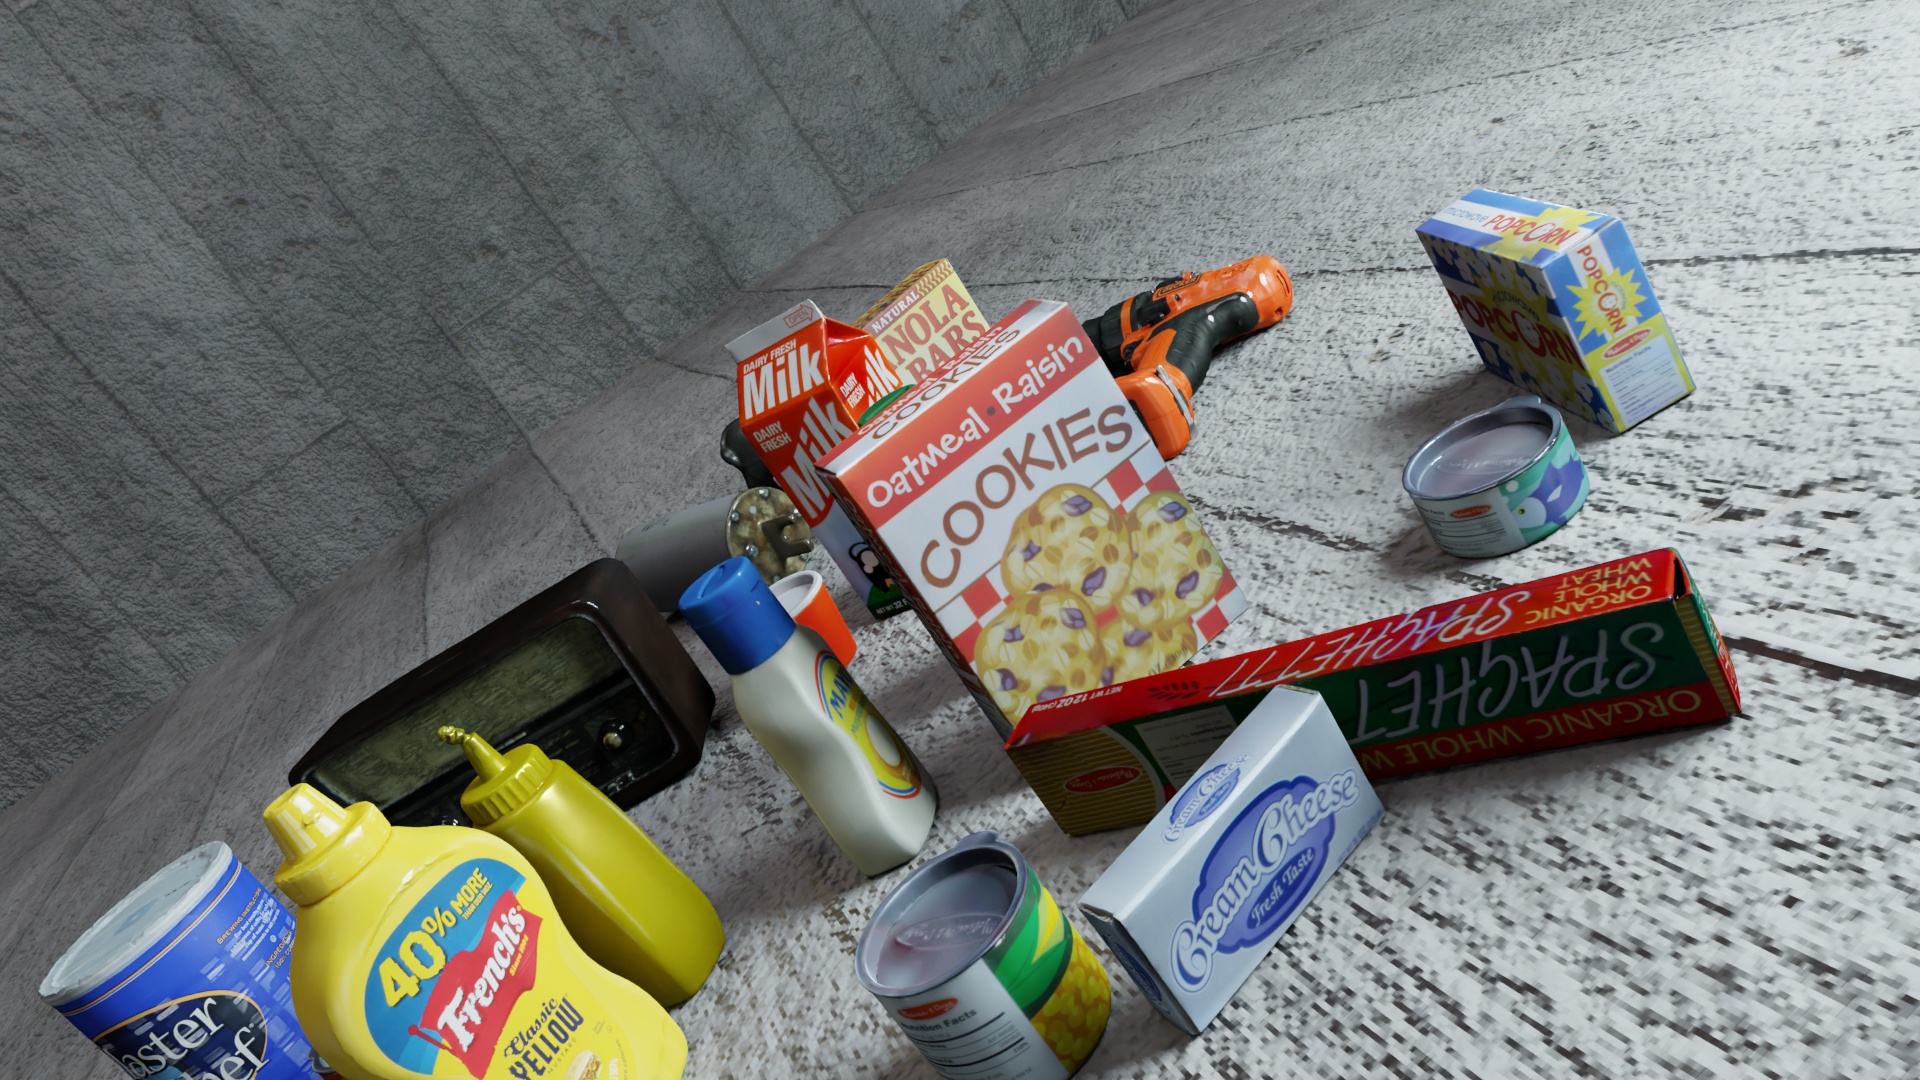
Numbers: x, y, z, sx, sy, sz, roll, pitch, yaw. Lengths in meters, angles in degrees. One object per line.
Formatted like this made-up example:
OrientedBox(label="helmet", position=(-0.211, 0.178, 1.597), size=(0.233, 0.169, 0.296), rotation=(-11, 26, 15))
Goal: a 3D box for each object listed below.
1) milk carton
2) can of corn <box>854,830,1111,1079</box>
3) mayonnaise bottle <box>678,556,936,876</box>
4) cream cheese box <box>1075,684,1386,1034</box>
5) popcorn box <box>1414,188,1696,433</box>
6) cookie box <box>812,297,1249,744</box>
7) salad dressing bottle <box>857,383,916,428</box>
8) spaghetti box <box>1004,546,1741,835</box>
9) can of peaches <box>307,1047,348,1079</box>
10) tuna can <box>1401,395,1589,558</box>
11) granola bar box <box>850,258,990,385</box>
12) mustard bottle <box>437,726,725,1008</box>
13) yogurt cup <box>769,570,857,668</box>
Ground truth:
OrientedBox(label="milk carton", position=(-0.064, -0.053, 0.842), size=(0.072, 0.190, 0.074), rotation=(-23, 22, 30))
OrientedBox(label="can of corn", position=(0.009, 0.143, 0.464), size=(0.071, 0.058, 0.071), rotation=(-30, 20, 12))
OrientedBox(label="mayonnaise bottle", position=(-0.066, 0.075, 0.608), size=(0.041, 0.147, 0.065), rotation=(-28, 20, 18))
OrientedBox(label="cream cheese box", position=(0.089, 0.100, 0.445), size=(0.104, 0.053, 0.024), rotation=(-42, 21, -21))
OrientedBox(label="popcorn box", position=(0.259, -0.106, 0.616), size=(0.038, 0.085, 0.127), rotation=(-32, 19, 6))
OrientedBox(label="cookie box", position=(0.033, -0.001, 0.601), size=(0.123, 0.167, 0.040), rotation=(-39, 20, -13))
OrientedBox(label="salad dressing bottle", position=(0.002, -0.009, 0.698), size=(0.064, 0.147, 0.044), rotation=(-42, 21, -22))
OrientedBox(label="spaghetti box", position=(0.129, 0.059, 0.484), size=(0.249, 0.050, 0.029), rotation=(-19, 24, 35))
OrientedBox(label="can of peaches", position=(-0.259, 0.242, 0.653), size=(0.071, 0.058, 0.071), rotation=(-30, 20, 12))
OrientedBox(label="tuna can", position=(0.220, -0.026, 0.568), size=(0.071, 0.032, 0.071), rotation=(-30, 20, 12))
OrientedBox(label="granola bar box", position=(-0.040, -0.117, 1.054), size=(0.166, 0.124, 0.039), rotation=(-45, 22, -30))
OrientedBox(label="mustard bottle", position=(-0.170, 0.137, 0.608), size=(0.065, 0.160, 0.049), rotation=(-21, 23, 32))
OrientedBox(label="yogurt cup", position=(-0.099, 0.059, 0.838), size=(0.072, 0.054, 0.073), rotation=(-30, 20, 12))
